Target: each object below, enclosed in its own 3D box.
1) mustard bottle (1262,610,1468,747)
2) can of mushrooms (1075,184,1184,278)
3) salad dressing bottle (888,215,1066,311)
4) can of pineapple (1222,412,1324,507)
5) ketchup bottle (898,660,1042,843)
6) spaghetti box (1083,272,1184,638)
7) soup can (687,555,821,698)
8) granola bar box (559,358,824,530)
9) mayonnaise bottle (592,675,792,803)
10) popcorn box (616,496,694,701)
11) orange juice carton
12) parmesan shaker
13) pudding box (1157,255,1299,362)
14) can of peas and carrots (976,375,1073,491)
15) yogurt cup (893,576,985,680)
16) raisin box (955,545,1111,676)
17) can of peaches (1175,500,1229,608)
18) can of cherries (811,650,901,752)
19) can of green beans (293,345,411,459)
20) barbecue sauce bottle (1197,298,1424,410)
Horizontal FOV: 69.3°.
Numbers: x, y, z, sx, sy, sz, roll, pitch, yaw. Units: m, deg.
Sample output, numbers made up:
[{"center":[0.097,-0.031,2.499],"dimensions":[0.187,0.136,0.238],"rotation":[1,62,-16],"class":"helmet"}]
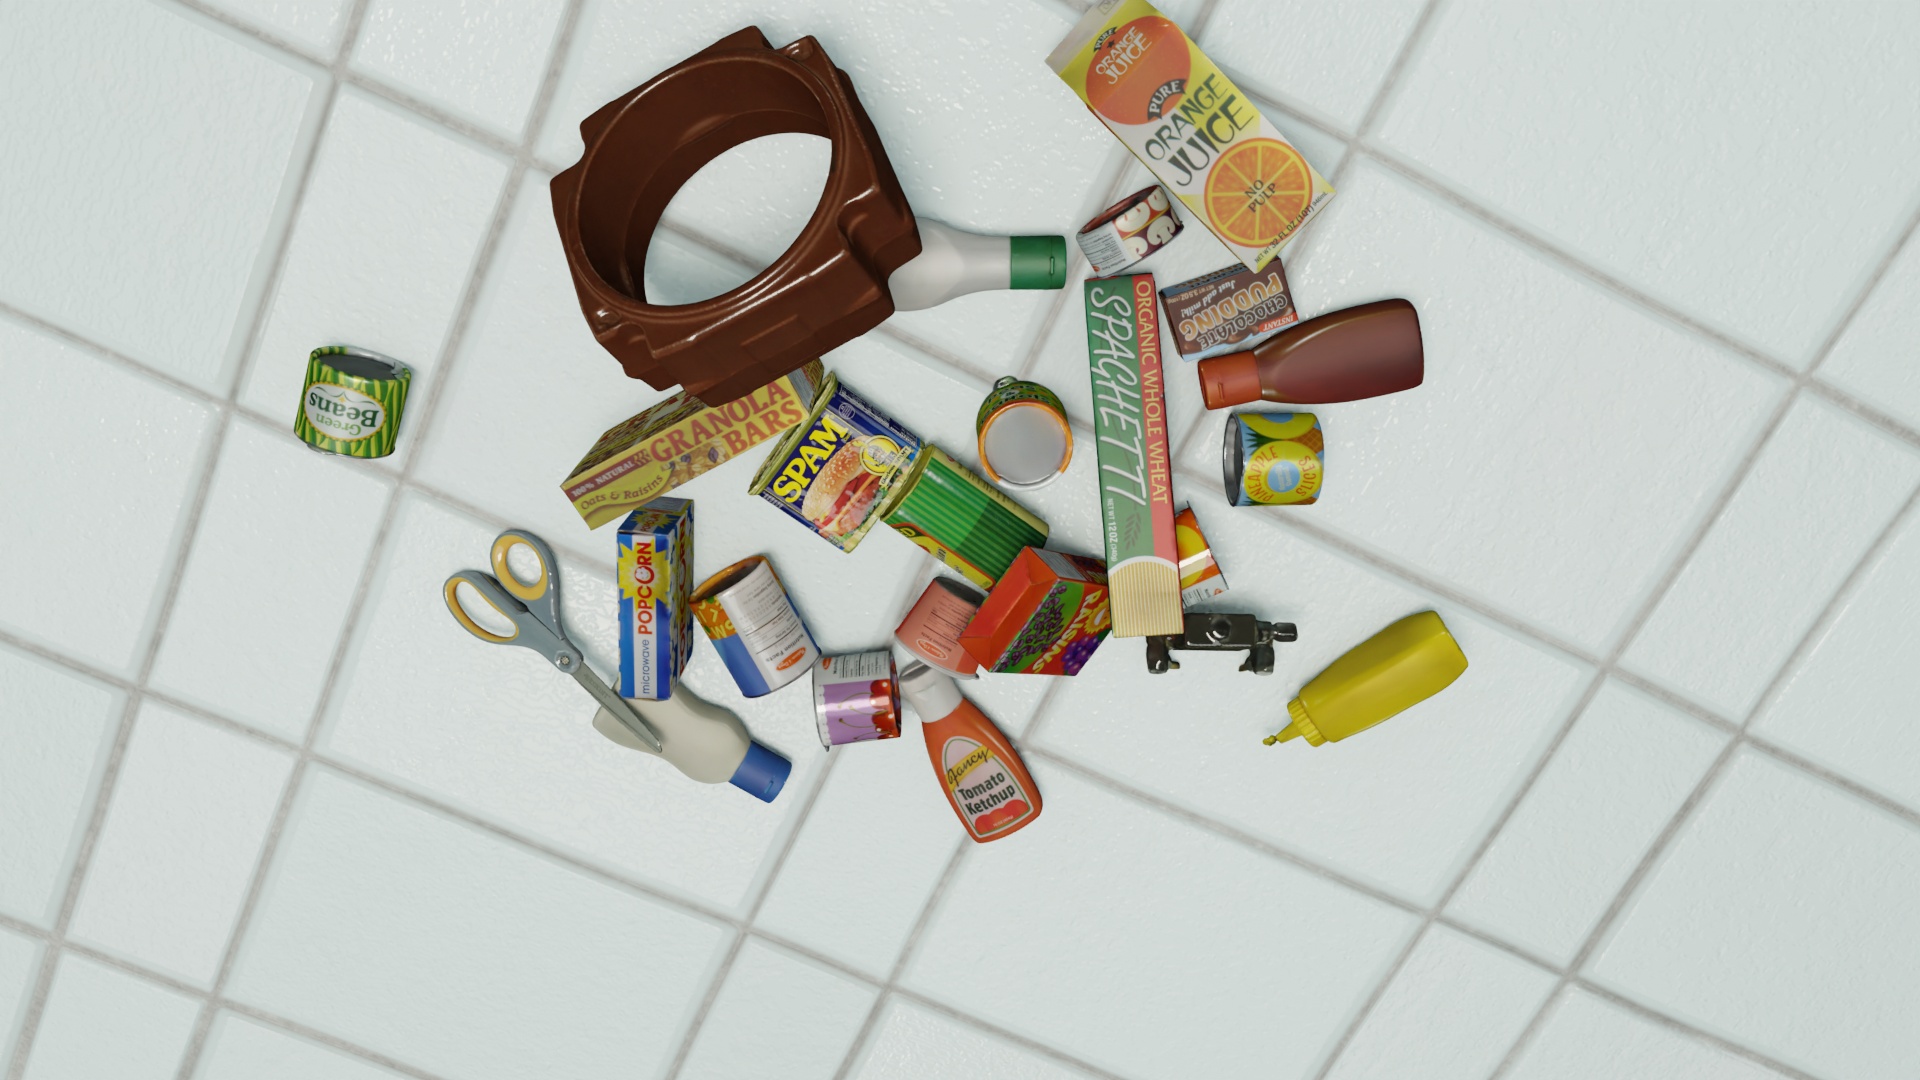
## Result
[{"center":[0.296,0.113,1.034],"dimensions":[0.160,0.065,0.048],"rotation":[-34,101,17],"class":"mustard bottle"},{"center":[0.113,-0.206,0.921],"dimensions":[0.071,0.071,0.033],"rotation":[-31,105,10],"class":"can of mushrooms"},{"center":[-0.003,-0.187,0.939],"dimensions":[0.148,0.044,0.064],"rotation":[0,107,-1],"class":"salad dressing bottle"},{"center":[0.218,-0.056,0.970],"dimensions":[0.058,0.071,0.070],"rotation":[-1,109,0],"class":"can of pineapple"},{"center":[0.003,0.157,1.056],"dimensions":[0.064,0.044,0.148],"rotation":[-27,106,8],"class":"ketchup bottle"},{"center":[0.118,-0.058,0.951],"dimensions":[0.050,0.029,0.250],"rotation":[-5,91,9],"class":"spaghetti box"},{"center":[-0.152,0.063,1.014],"dimensions":[0.071,0.071,0.083],"rotation":[-26,106,9],"class":"soup can"},{"center":[-0.174,-0.077,0.933],"dimensions":[0.165,0.124,0.039],"rotation":[-26,109,9],"class":"granola bar box"},{"center":[-0.200,0.150,1.055],"dimensions":[0.148,0.041,0.064],"rotation":[32,100,-11],"class":"mayonnaise bottle"},{"center":[-0.217,0.040,0.993],"dimensions":[0.038,0.085,0.126],"rotation":[4,108,0],"class":"popcorn box"},{"center":[0.146,-0.267,0.896],"dimensions":[0.192,0.073,0.071],"rotation":[42,104,-12],"class":"orange juice carton"},{"center":[0.004,-0.012,0.983],"dimensions":[0.103,0.071,0.071],"rotation":[35,106,-11],"class":"parmesan shaker"},{"center":[0.184,-0.160,0.955],"dimensions":[0.084,0.030,0.049],"rotation":[-18,109,6],"class":"pudding box"},{"center":[0.043,-0.075,0.969],"dimensions":[0.071,0.059,0.070],"rotation":[0,109,-1],"class":"can of peas and carrots"},{"center":[-0.007,0.062,1.014],"dimensions":[0.072,0.072,0.054],"rotation":[27,99,-9],"class":"yogurt cup"},{"center":[0.064,0.052,0.983],"dimensions":[0.040,0.123,0.086],"rotation":[44,108,30],"class":"raisin box"},{"center":[0.152,0.015,0.997],"dimensions":[0.058,0.071,0.071],"rotation":[-25,107,9],"class":"can of peaches"},{"center":[-0.076,0.119,1.032],"dimensions":[0.058,0.072,0.071],"rotation":[-7,109,1],"class":"can of cherries"},{"center":[-0.418,-0.096,0.957],"dimensions":[0.071,0.071,0.057],"rotation":[18,108,-6],"class":"can of green beans"},{"center":[0.241,-0.122,0.961],"dimensions":[0.148,0.044,0.064],"rotation":[-12,114,5],"class":"barbecue sauce bottle"}]
